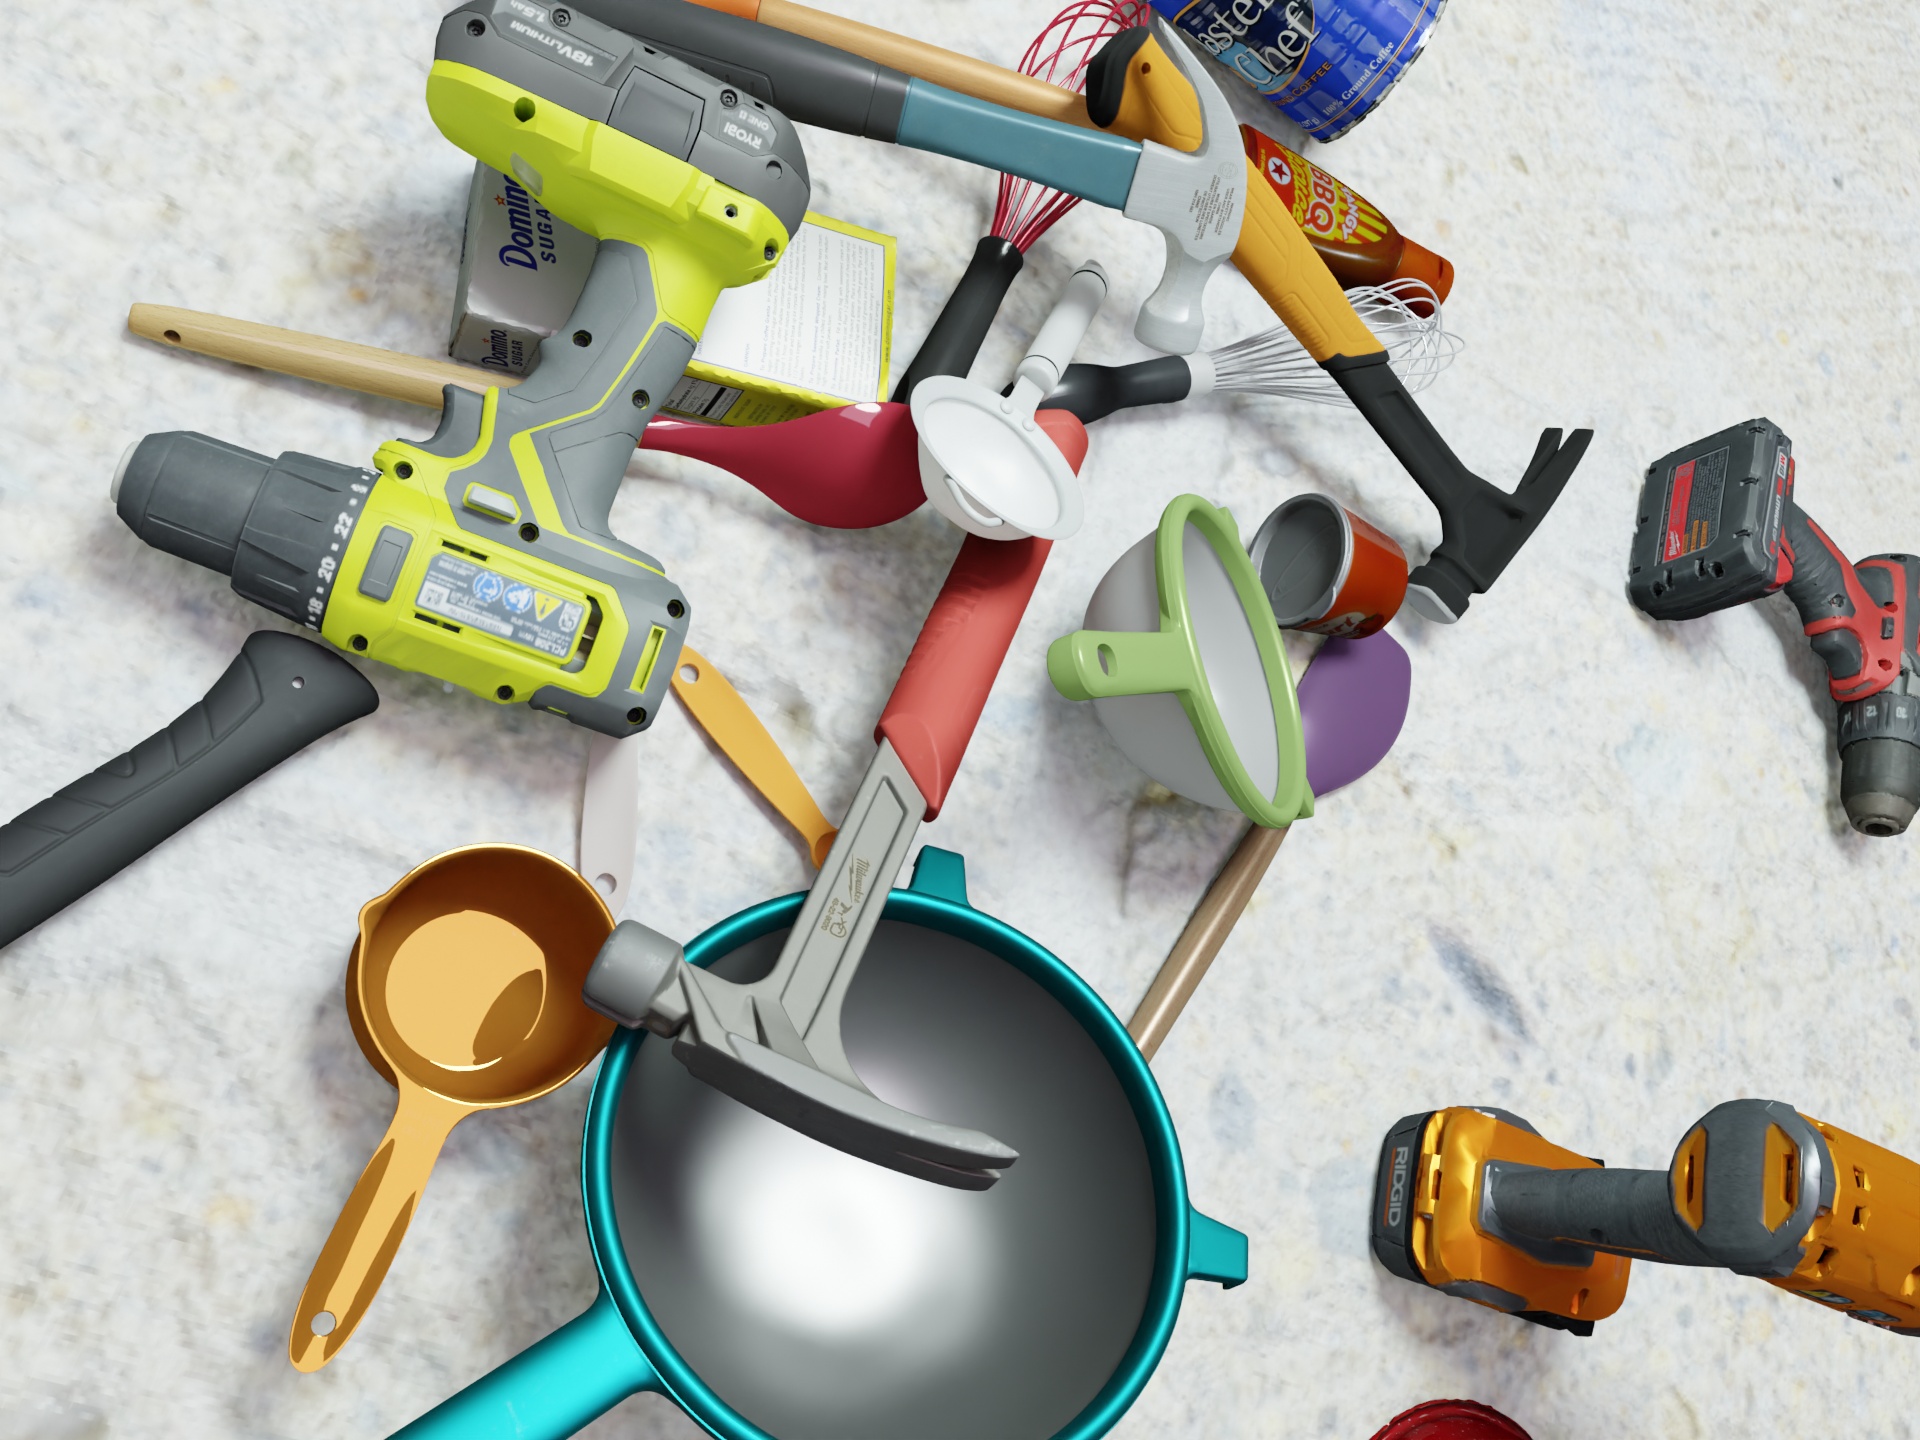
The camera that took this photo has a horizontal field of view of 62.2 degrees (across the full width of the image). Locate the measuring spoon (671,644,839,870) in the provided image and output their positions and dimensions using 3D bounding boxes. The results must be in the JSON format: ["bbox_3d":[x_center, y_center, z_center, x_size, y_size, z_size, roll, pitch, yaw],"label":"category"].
[{"bbox_3d":[-0.083,0.016,0.640,0.021,0.011,0.117,-40,92,-32],"label":"measuring spoon"}]

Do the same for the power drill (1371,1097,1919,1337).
[{"bbox_3d":[0.304,0.214,0.664,0.164,0.226,0.084,24,65,-21],"label":"power drill"}]

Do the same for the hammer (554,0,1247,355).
[{"bbox_3d":[-0.038,-0.259,0.669,0.331,0.128,0.033,15,27,-5],"label":"hammer"}]

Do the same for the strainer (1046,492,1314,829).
[{"bbox_3d":[0.072,-0.017,0.656,0.256,0.069,0.151,-5,79,-63],"label":"strainer"}]

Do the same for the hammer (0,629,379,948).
[{"bbox_3d":[-0.319,0.078,0.474,0.335,0.035,0.146,-41,96,-32],"label":"hammer"}]

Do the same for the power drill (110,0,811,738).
[{"bbox_3d":[-0.165,-0.126,0.560,0.190,0.080,0.228,21,86,-16],"label":"power drill"}]

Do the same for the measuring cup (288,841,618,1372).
[{"bbox_3d":[-0.179,0.125,0.528,0.095,0.052,0.174,30,65,-18],"label":"measuring cup"}]

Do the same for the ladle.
[{"bbox_3d":[-0.150,-0.121,0.622,0.315,0.069,0.031,9,46,-21],"label":"ladle"}]

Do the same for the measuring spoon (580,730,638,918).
[{"bbox_3d":[-0.135,0.016,0.610,0.034,0.018,0.124,5,79,-21],"label":"measuring spoon"}]

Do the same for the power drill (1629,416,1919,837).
[{"bbox_3d":[0.507,-0.053,0.951,0.226,0.080,0.188,30,63,-21],"label":"power drill"}]

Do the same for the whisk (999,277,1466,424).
[{"bbox_3d":[0.141,-0.177,0.797,0.284,0.070,0.070,-15,83,-27],"label":"whisk"}]

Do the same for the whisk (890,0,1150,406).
[{"bbox_3d":[0.027,-0.234,0.748,0.073,0.073,0.296,33,67,-17],"label":"whisk"}]

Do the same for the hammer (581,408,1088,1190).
[{"bbox_3d":[-0.001,-0.002,0.621,0.149,0.036,0.359,27,49,-3],"label":"hammer"}]

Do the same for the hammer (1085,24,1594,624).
[{"bbox_3d":[0.181,-0.197,0.764,0.336,0.034,0.127,42,83,-27],"label":"hammer"}]

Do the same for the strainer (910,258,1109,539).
[{"bbox_3d":[0.030,-0.142,0.691,0.087,0.050,0.259,38,42,-11],"label":"strainer"}]

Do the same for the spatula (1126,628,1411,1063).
[{"bbox_3d":[0.140,0.062,0.743,0.059,0.018,0.316,43,59,-6],"label":"spatula"}]

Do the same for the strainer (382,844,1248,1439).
[{"bbox_3d":[-0.080,0.193,0.525,0.340,0.095,0.211,-25,68,-34],"label":"strainer"}]

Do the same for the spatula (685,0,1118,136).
[{"bbox_3d":[-0.065,-0.313,0.705,0.322,0.041,0.081,15,67,-6],"label":"spatula"}]
